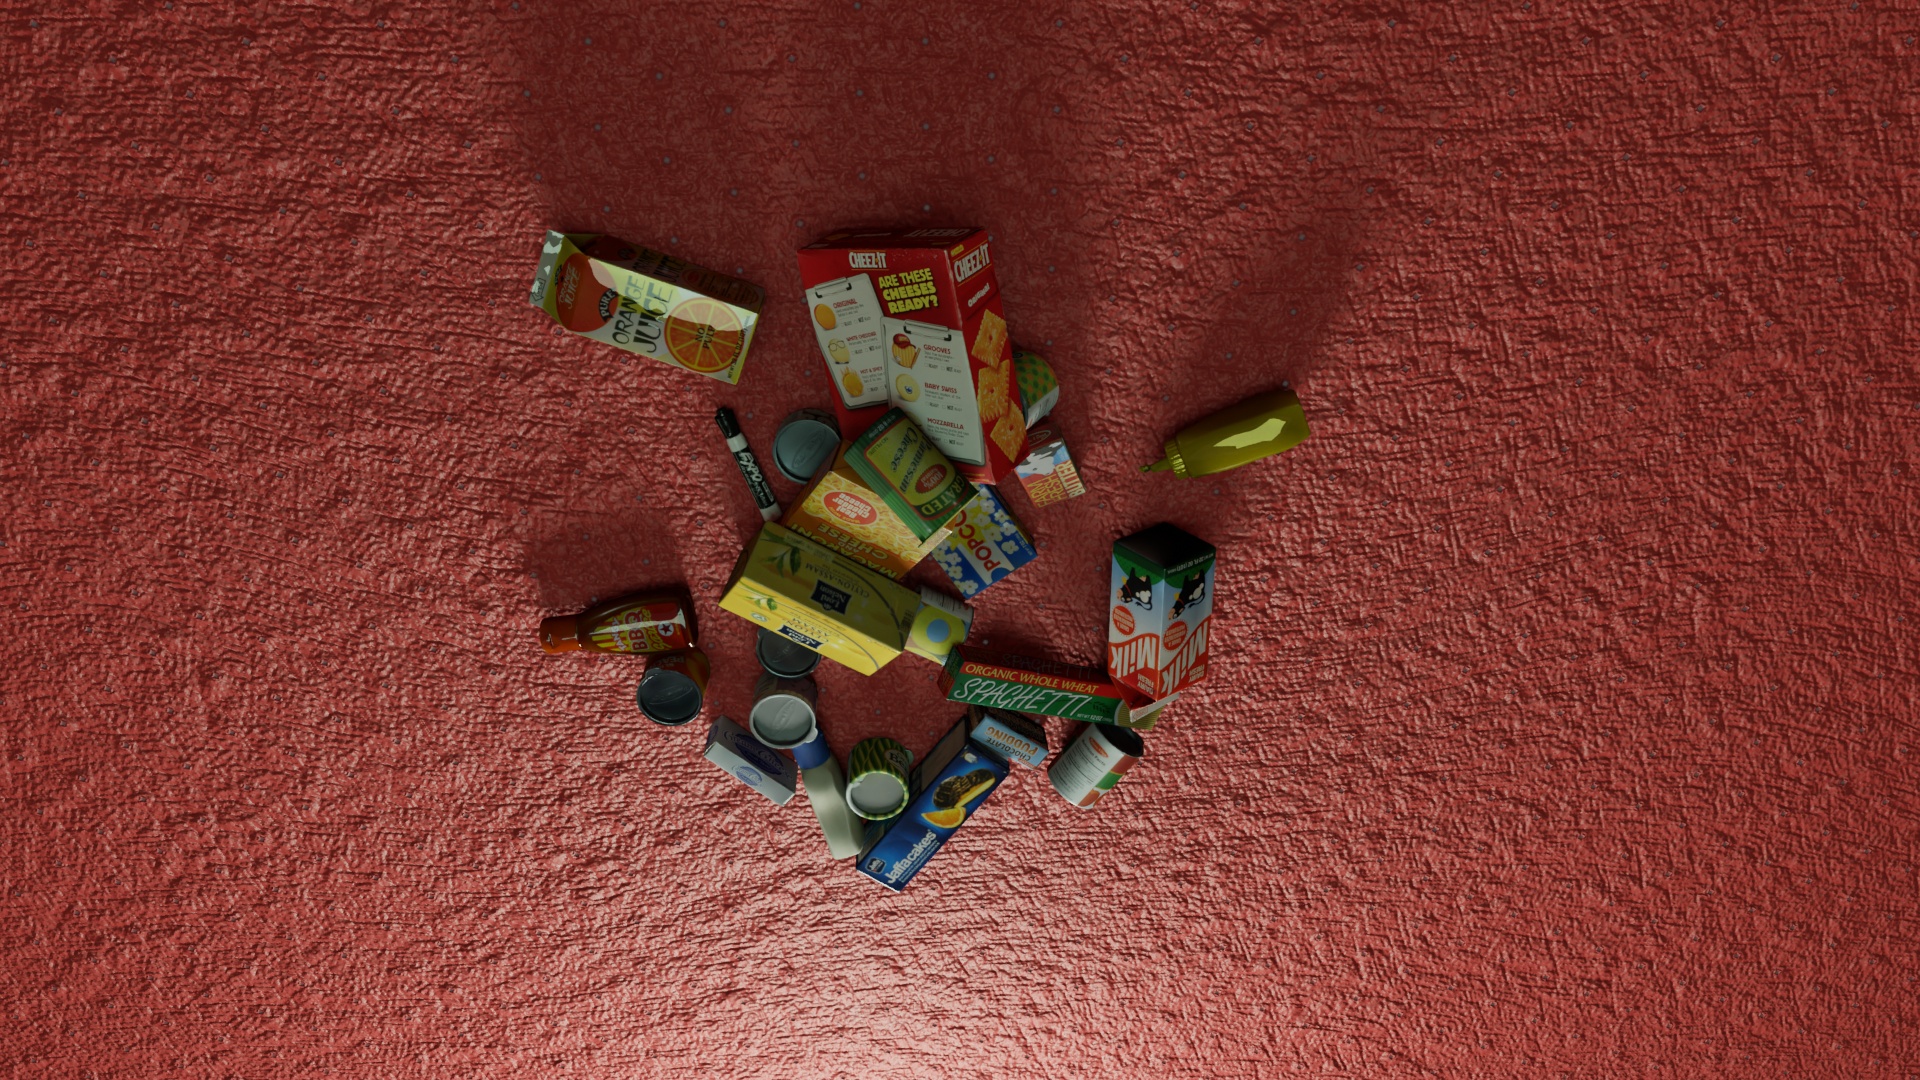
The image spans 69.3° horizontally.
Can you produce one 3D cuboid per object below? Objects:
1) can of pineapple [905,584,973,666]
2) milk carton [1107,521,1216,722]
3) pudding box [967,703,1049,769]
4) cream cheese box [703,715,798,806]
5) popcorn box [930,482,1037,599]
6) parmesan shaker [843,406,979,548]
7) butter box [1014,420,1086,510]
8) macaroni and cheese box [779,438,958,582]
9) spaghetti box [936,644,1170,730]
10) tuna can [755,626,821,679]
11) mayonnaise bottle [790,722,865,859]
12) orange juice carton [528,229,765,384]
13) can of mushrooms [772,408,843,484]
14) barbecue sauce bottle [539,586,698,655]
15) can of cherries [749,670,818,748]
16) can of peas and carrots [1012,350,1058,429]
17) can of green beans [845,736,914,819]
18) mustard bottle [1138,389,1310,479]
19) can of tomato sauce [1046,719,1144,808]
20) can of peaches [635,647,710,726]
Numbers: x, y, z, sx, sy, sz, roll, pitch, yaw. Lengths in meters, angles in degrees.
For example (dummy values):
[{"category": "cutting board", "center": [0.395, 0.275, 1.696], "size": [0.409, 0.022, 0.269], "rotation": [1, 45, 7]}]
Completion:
[{"category": "can of pineapple", "center": [-0.028, 0.085, 1.373], "size": [0.058, 0.071, 0.070], "rotation": [24, 113, -12]}, {"category": "milk carton", "center": [0.196, 0.087, 1.364], "size": [0.072, 0.073, 0.189], "rotation": [-20, 122, -32]}, {"category": "pudding box", "center": [0.049, 0.198, 1.442], "size": [0.083, 0.050, 0.030], "rotation": [31, 110, -16]}, {"category": "cream cheese box", "center": [-0.217, 0.229, 1.446], "size": [0.103, 0.053, 0.024], "rotation": [37, 108, -18]}, {"category": "popcorn box", "center": [0.005, -0.017, 1.340], "size": [0.085, 0.038, 0.126], "rotation": [-32, 113, 12]}, {"category": "parmesan shaker", "center": [-0.044, -0.054, 1.182], "size": [0.071, 0.071, 0.103], "rotation": [-43, 90, 18]}, {"category": "butter box", "center": [0.080, -0.068, 1.297], "size": [0.053, 0.024, 0.103], "rotation": [-21, 149, 8]}, {"category": "macaroni and cheese box", "center": [-0.088, -0.019, 1.285], "size": [0.124, 0.040, 0.165], "rotation": [27, 150, -13]}, {"category": "spaghetti box", "center": [0.096, 0.149, 1.392], "size": [0.250, 0.029, 0.050], "rotation": [12, 117, -27]}, {"category": "tuna can", "center": [-0.173, 0.101, 1.395], "size": [0.071, 0.033, 0.070], "rotation": [-1, 117, -2]}, {"category": "mayonnaise bottle", "center": [-0.142, 0.260, 1.461], "size": [0.041, 0.065, 0.147], "rotation": [-18, 112, 4]}, {"category": "orange juice carton", "center": [-0.275, -0.209, 1.215], "size": [0.193, 0.073, 0.071], "rotation": [17, 115, -10]}, {"category": "can of mushrooms", "center": [-0.140, -0.087, 1.303], "size": [0.071, 0.033, 0.070], "rotation": [-1, 116, -2]}, {"category": "barbecue sauce bottle", "center": [-0.339, 0.085, 1.376], "size": [0.148, 0.044, 0.064], "rotation": [-7, 112, 2]}, {"category": "can of cherries", "center": [-0.177, 0.170, 1.416], "size": [0.071, 0.058, 0.071], "rotation": [-1, 116, -2]}, {"category": "can of peas and carrots", "center": [0.046, -0.134, 1.258], "size": [0.071, 0.059, 0.070], "rotation": [20, 129, 27]}, {"category": "can of green beans", "center": [-0.086, 0.250, 1.458], "size": [0.071, 0.058, 0.071], "rotation": [-1, 117, -2]}, {"category": "mustard bottle", "center": [0.244, -0.092, 1.299], "size": [0.160, 0.065, 0.048], "rotation": [-21, 110, 15]}, {"category": "can of tomato sauce", "center": [0.141, 0.229, 1.453], "size": [0.071, 0.071, 0.082], "rotation": [32, 112, -16]}, {"category": "can of peaches", "center": [-0.289, 0.142, 1.398], "size": [0.071, 0.058, 0.071], "rotation": [0, 116, -1]}]
